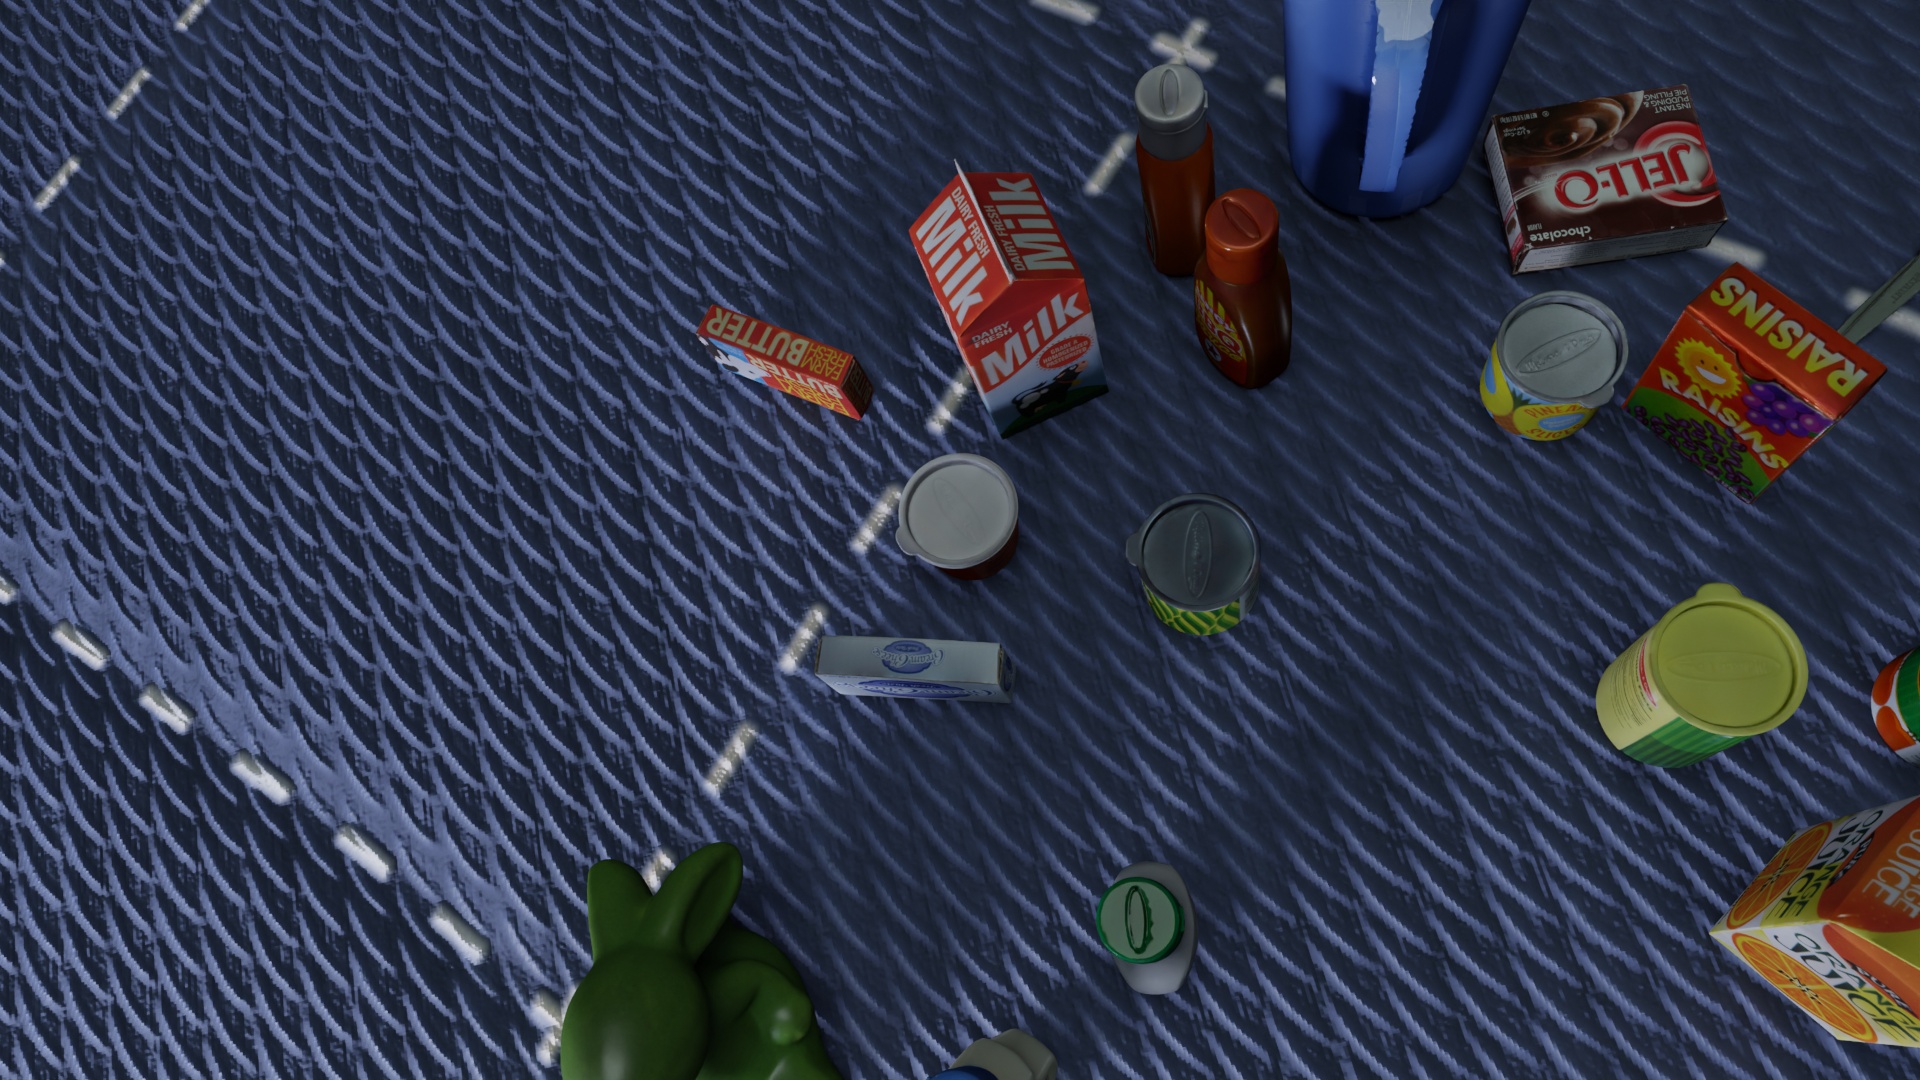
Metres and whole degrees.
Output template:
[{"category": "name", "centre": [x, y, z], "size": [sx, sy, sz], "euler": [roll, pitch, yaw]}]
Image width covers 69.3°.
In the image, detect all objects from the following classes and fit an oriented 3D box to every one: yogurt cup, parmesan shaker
[{"category": "yogurt cup", "centre": [0.003, -0.010, 0.796], "size": [0.072, 0.054, 0.072], "euler": [-3, 72, 10]}, {"category": "parmesan shaker", "centre": [0.356, 0.068, 0.676], "size": [0.071, 0.103, 0.071], "euler": [-3, 72, 10]}]

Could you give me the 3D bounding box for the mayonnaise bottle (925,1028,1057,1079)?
[{"category": "mayonnaise bottle", "centre": [0.011, 0.265, 0.653], "size": [0.041, 0.147, 0.065], "euler": [30, 80, 18]}]

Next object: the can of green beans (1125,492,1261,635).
[{"category": "can of green beans", "centre": [0.131, 0.014, 0.761], "size": [0.071, 0.057, 0.071], "euler": [-3, 72, 10]}]

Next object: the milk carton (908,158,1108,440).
[{"category": "milk carton", "centre": [0.027, -0.131, 0.759], "size": [0.073, 0.190, 0.072], "euler": [-25, 70, 3]}]

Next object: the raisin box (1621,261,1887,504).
[{"category": "raisin box", "centre": [0.396, -0.077, 0.705], "size": [0.040, 0.123, 0.086], "euler": [-42, 70, -4]}]

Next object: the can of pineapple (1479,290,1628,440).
[{"category": "can of pineapple", "centre": [0.323, -0.093, 0.760], "size": [0.071, 0.057, 0.071], "euler": [-3, 72, 10]}]

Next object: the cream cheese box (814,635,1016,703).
[{"category": "cream cheese box", "centre": [-0.024, 0.072, 0.775], "size": [0.104, 0.053, 0.024], "euler": [2, 73, 12]}]

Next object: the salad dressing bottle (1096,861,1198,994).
[{"category": "salad dressing bottle", "centre": [0.090, 0.184, 0.665], "size": [0.044, 0.147, 0.064], "euler": [-4, 72, 10]}]

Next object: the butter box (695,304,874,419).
[{"category": "butter box", "centre": [-0.106, -0.109, 0.851], "size": [0.103, 0.053, 0.024], "euler": [22, 78, 17]}]

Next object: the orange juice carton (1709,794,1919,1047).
[{"category": "orange juice carton", "centre": [0.400, 0.163, 0.588], "size": [0.073, 0.192, 0.072], "euler": [42, 84, 20]}]

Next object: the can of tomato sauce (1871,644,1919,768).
[{"category": "can of tomato sauce", "centre": [0.486, 0.072, 0.660], "size": [0.071, 0.083, 0.071], "euler": [-3, 72, 10]}]

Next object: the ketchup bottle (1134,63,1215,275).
[{"category": "ketchup bottle", "centre": [0.123, -0.211, 0.789], "size": [0.043, 0.148, 0.065], "euler": [-2, 72, 11]}]

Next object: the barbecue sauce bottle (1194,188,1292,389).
[{"category": "barbecue sauce bottle", "centre": [0.154, -0.138, 0.759], "size": [0.044, 0.148, 0.065], "euler": [-34, 69, -1]}]
